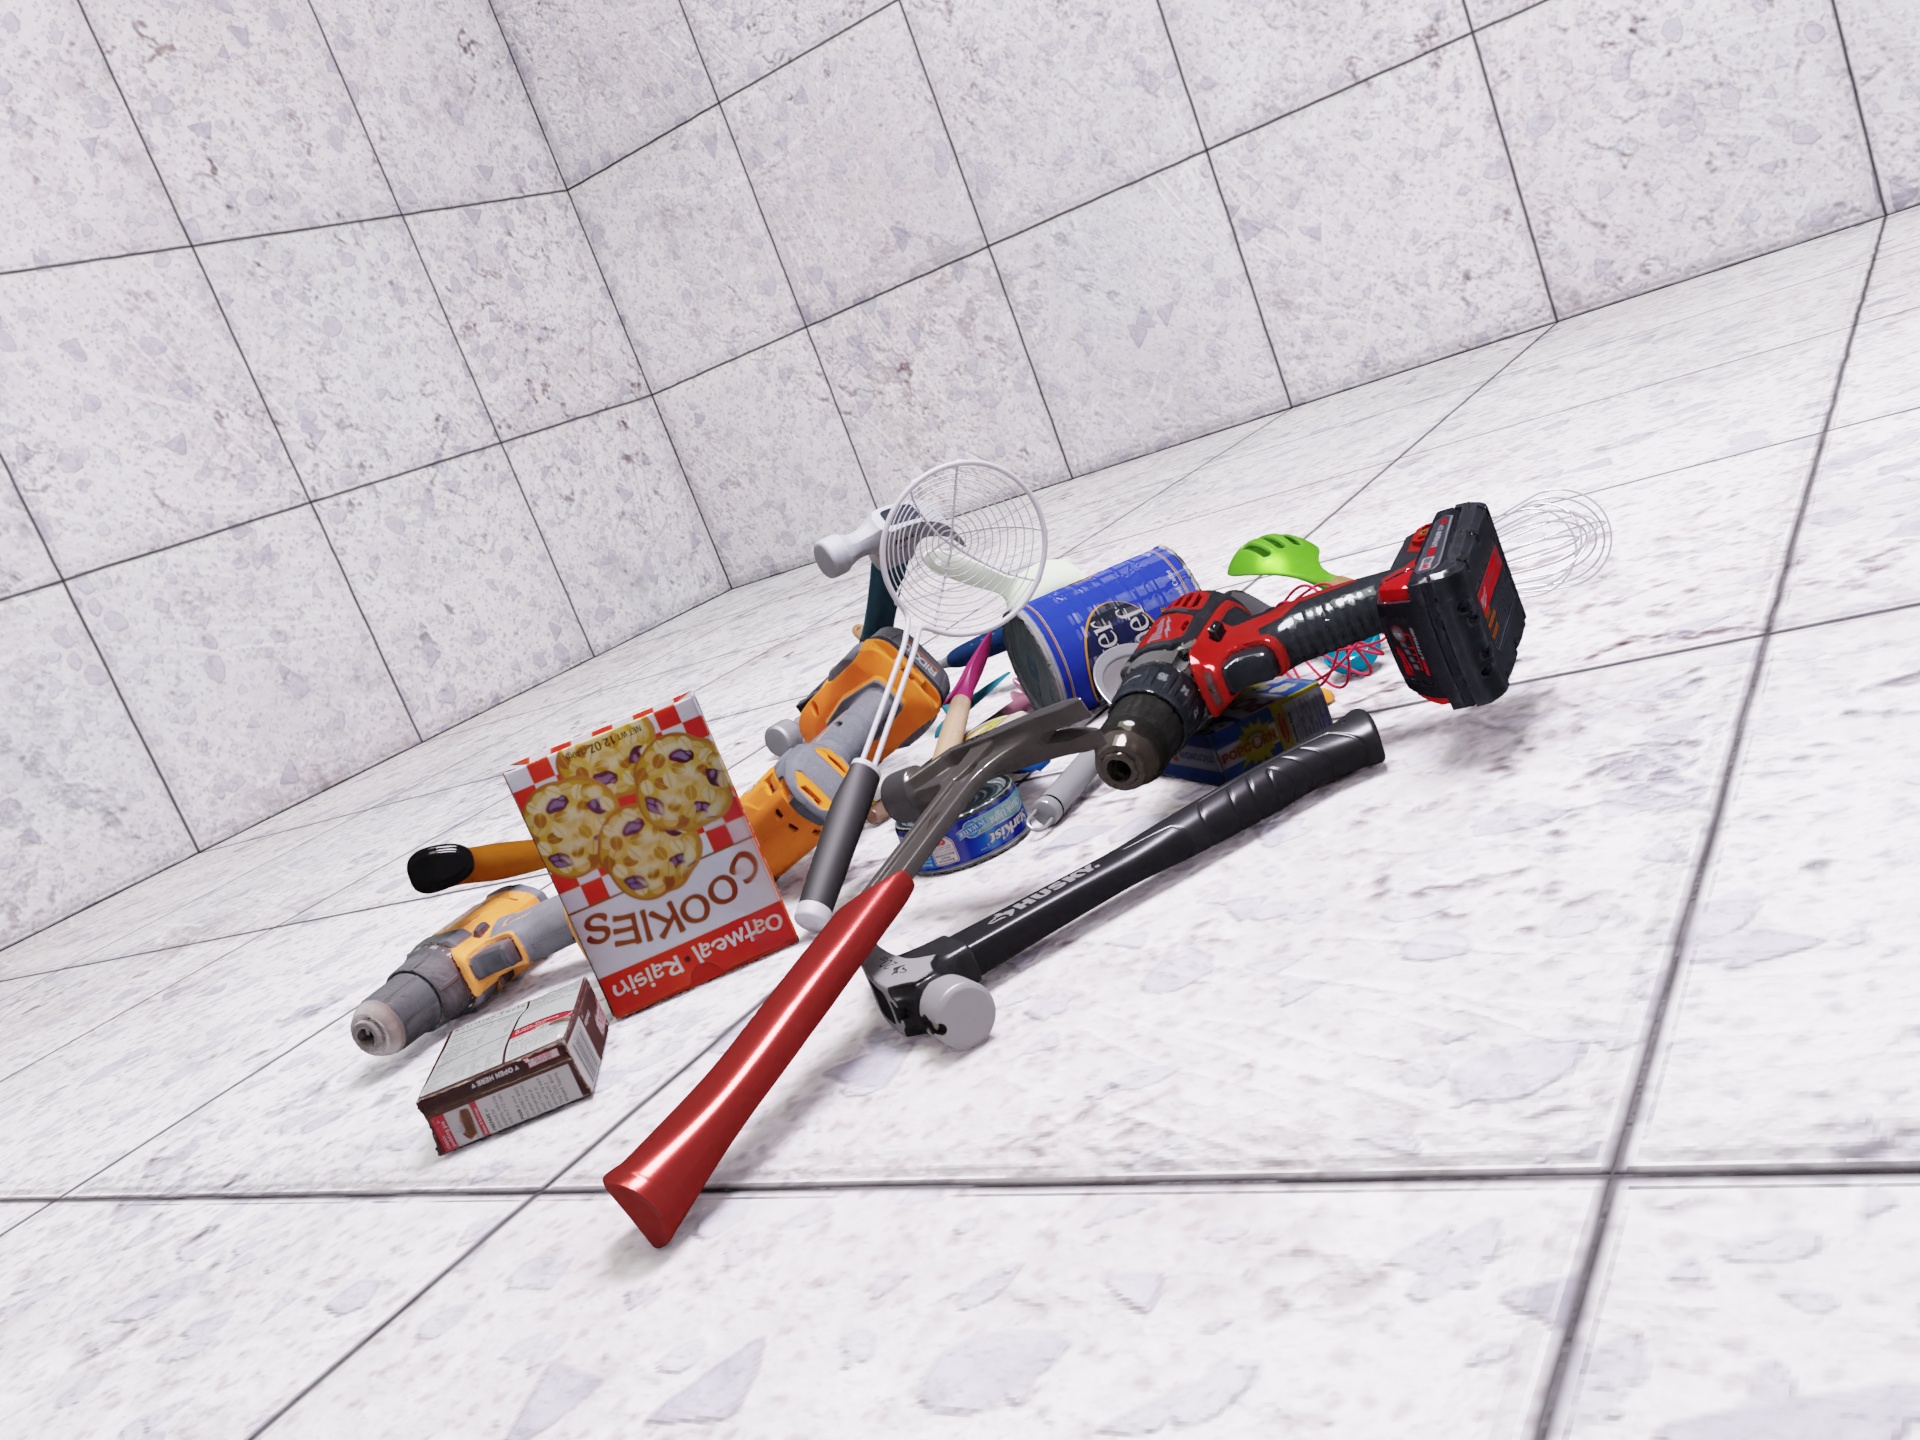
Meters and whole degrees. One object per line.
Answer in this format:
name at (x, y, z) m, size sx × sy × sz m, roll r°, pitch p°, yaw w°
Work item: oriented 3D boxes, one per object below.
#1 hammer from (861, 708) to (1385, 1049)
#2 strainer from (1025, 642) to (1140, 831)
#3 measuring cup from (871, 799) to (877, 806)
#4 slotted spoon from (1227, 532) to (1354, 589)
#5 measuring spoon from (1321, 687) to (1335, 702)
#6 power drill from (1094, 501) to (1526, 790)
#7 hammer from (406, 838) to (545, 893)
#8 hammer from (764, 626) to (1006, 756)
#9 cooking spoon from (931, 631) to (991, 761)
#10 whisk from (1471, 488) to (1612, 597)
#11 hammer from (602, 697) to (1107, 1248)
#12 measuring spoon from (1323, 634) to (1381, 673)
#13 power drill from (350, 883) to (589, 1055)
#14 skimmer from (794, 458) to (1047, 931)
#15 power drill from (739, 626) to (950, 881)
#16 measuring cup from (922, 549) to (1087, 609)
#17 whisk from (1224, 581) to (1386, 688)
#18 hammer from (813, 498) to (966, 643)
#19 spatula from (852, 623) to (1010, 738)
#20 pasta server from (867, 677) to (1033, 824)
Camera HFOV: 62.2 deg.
hammer at (0.096, 0.072, 0.853) m, size 0.335 × 0.035 × 0.146 m, roll -26°, pitch 13°, yaw -23°
strainer at (0.104, 0.011, 1.104) m, size 0.087 × 0.050 × 0.258 m, roll 29°, pitch 38°, yaw 14°
measuring cup at (-0.092, 0.053, 1.284) m, size 0.062 × 0.029 × 0.156 m, roll -24°, pitch 11°, yaw -13°
slotted spoon at (0.284, -0.090, 1.124) m, size 0.070 × 0.031 × 0.314 m, roll -21°, pitch 25°, yaw -15°
measuring spoon at (0.212, -0.015, 1.099) m, size 0.021 × 0.011 × 0.117 m, roll -28°, pitch 13°, yaw -30°
power drill at (0.189, -0.034, 0.902) m, size 0.227 × 0.080 × 0.188 m, roll -14°, pitch 21°, yaw 33°
hammer at (-0.327, 0.104, 1.241) m, size 0.127 × 0.034 × 0.337 m, roll -18°, pitch -5°, yaw 14°
hammer at (-0.011, -0.058, 1.515) m, size 0.405 × 0.035 × 0.144 m, roll -22°, pitch 8°, yaw 39°
cooking spoon at (-0.002, -0.004, 1.182) m, size 0.068 × 0.017 × 0.319 m, roll -56°, pitch 6°, yaw 19°
whisk at (0.329, -0.097, 1.158) m, size 0.284 × 0.070 × 0.070 m, roll -19°, pitch 11°, yaw 35°
hammer at (-0.051, 0.108, 0.780) m, size 0.149 × 0.036 × 0.359 m, roll -22°, pitch 19°, yaw 38°
measuring spoon at (0.268, -0.060, 1.139) m, size 0.042 × 0.021 × 0.129 m, roll -40°, pitch 20°, yaw 6°
power drill at (-0.288, 0.150, 1.077) m, size 0.226 × 0.084 × 0.185 m, roll -21°, pitch 10°, yaw 26°
skimmer at (-0.030, -0.024, 1.071) m, size 0.090 × 0.127 × 0.364 m, roll -29°, pitch 33°, yaw 44°
power drill at (-0.109, 0.038, 1.180) m, size 0.164 × 0.084 × 0.227 m, roll -40°, pitch 9°, yaw 37°
measuring cup at (0.044, -0.105, 1.315) m, size 0.167 × 0.083 × 0.038 m, roll 18°, pitch 17°, yaw -31°
whisk at (0.228, -0.068, 1.124) m, size 0.073 × 0.073 × 0.296 m, roll -22°, pitch 11°, yaw -3°
hammer at (-0.071, -0.063, 1.302) m, size 0.128 × 0.033 × 0.330 m, roll -28°, pitch -24°, yaw -25°
spatula at (-0.042, -0.047, 1.428) m, size 0.082 × 0.044 × 0.318 m, roll -42°, pitch 30°, yaw -6°
pasta server at (0.015, 0.004, 1.302) m, size 0.060 × 0.040 × 0.316 m, roll -25°, pitch 7°, yaw 42°
